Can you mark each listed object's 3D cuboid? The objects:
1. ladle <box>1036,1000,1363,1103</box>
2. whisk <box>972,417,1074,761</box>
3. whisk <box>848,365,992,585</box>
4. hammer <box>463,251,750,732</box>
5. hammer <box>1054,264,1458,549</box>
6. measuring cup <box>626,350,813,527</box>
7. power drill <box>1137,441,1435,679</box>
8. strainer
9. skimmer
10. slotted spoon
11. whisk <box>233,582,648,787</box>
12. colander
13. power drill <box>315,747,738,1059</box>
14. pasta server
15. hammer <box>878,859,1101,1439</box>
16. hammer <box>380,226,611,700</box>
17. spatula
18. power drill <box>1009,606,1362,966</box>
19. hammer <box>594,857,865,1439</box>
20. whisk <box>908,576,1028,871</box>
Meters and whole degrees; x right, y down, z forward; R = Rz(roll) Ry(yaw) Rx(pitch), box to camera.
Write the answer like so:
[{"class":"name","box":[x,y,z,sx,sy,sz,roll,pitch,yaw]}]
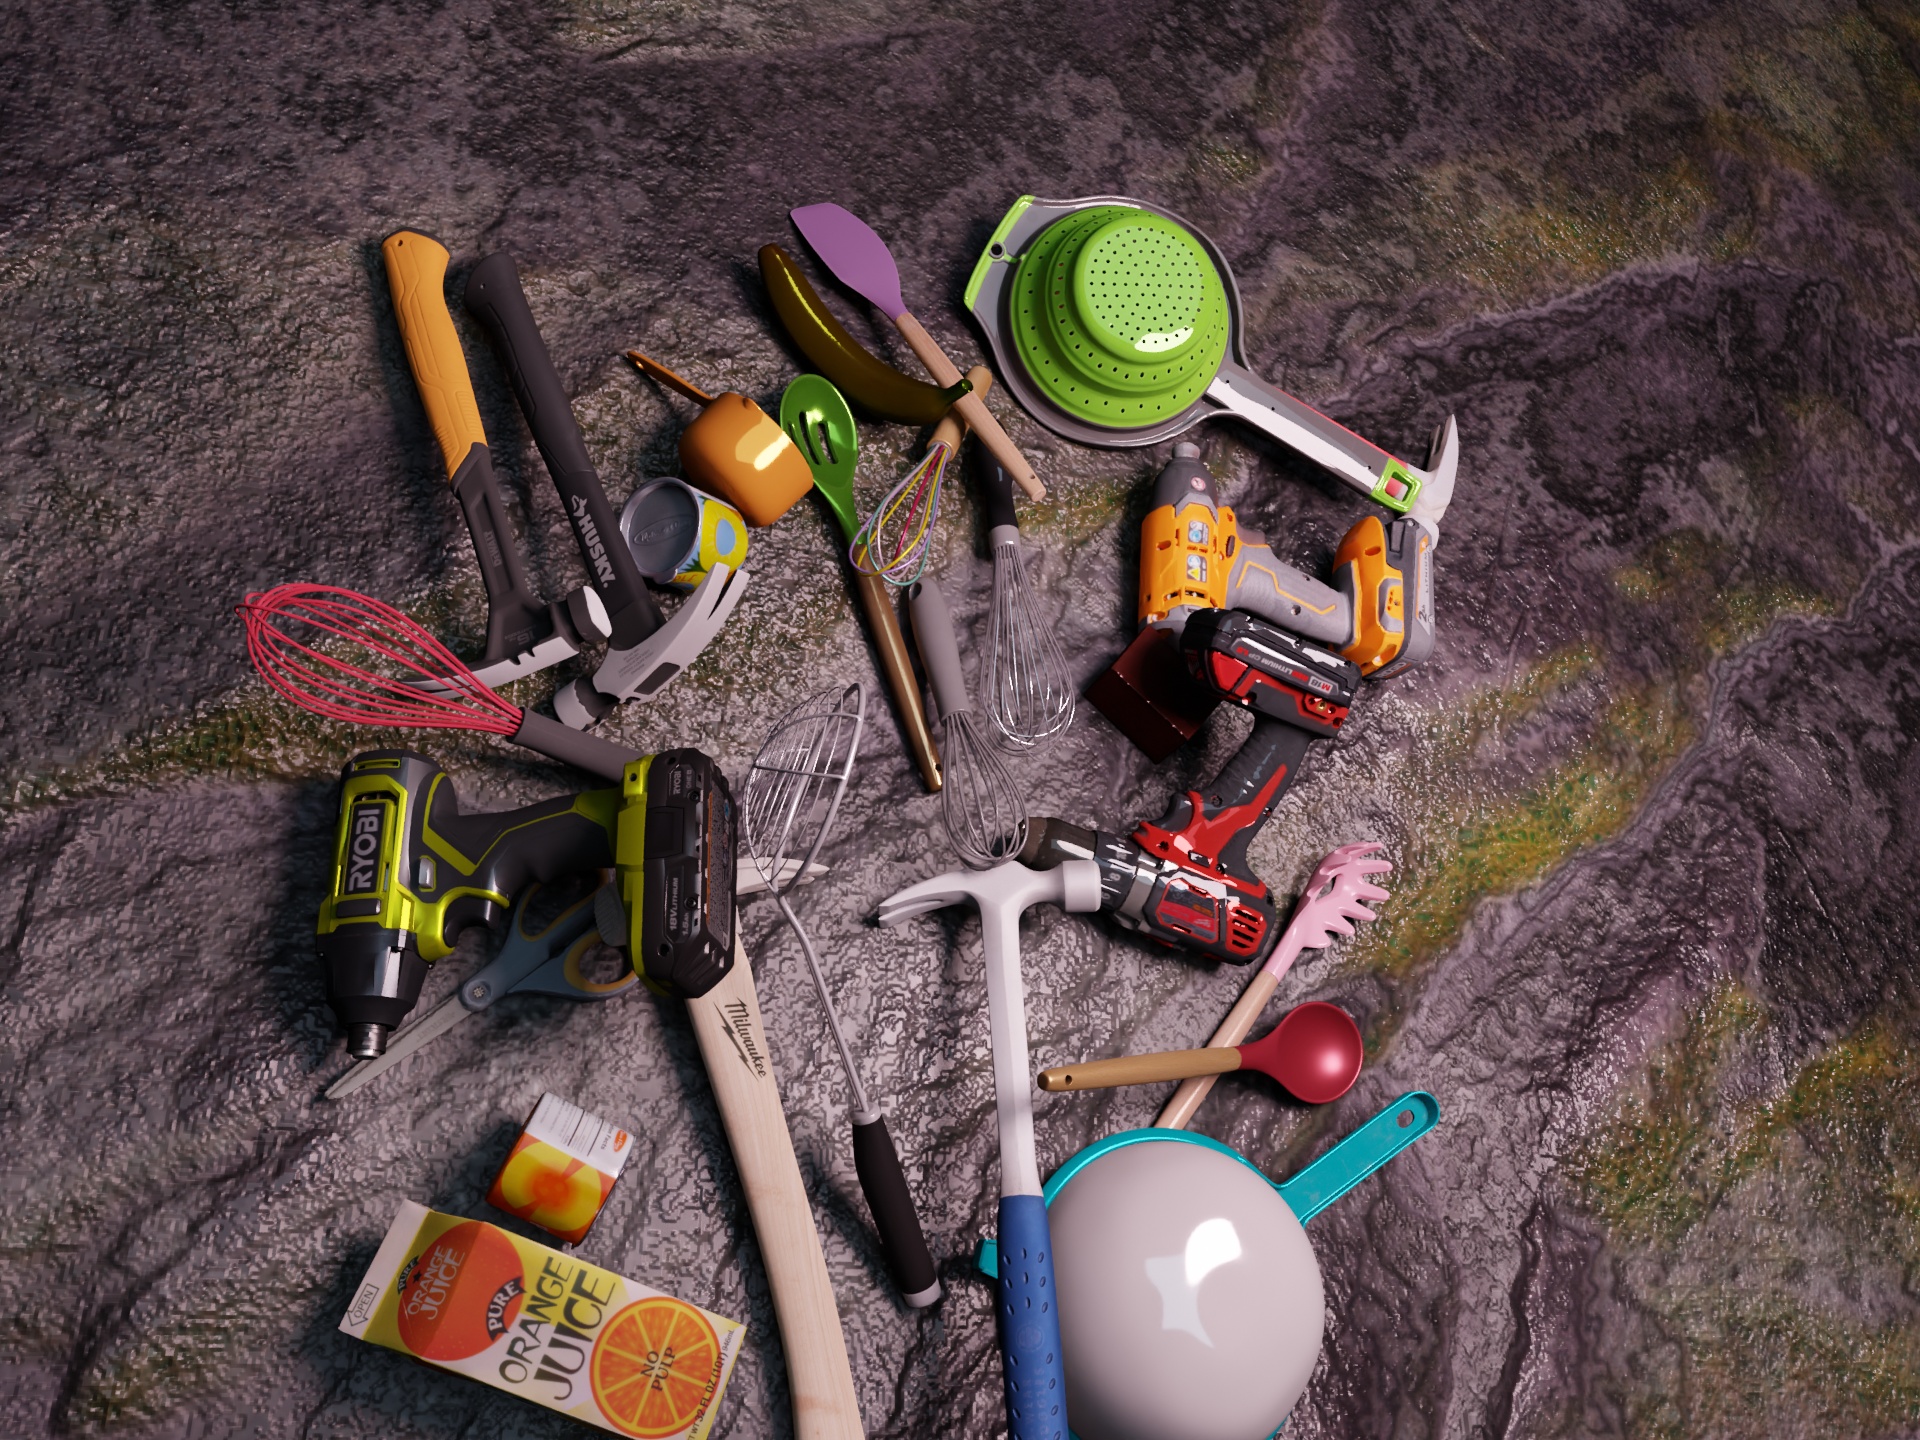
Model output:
[{"class":"ladle","box":[0.159,0.218,1.013,0.315,0.031,0.069,7,77,-44]},{"class":"whisk","box":[0.036,-0.100,1.143,0.070,0.070,0.285,5,62,-21]},{"class":"whisk","box":[-0.018,-0.181,1.141,0.051,0.047,0.245,31,49,-9]},{"class":"hammer","box":[-0.249,-0.169,1.026,0.035,0.146,0.335,17,44,-62]},{"class":"hammer","box":[0.241,-0.280,1.313,0.386,0.038,0.143,27,59,-10]},{"class":"measuring cup","box":[-0.181,-0.195,1.086,0.174,0.095,0.052,35,73,19]},{"class":"power drill","box":[0.244,-0.122,1.217,0.226,0.084,0.164,9,71,-16]},{"class":"strainer","box":[0.191,0.323,0.979,0.340,0.095,0.211,-28,84,-23]},{"class":"skimmer","box":[-0.046,0.162,0.922,0.090,0.127,0.363,-19,99,-11]},{"class":"slotted spoon","box":[-0.066,-0.097,1.111,0.070,0.031,0.314,-7,72,-43]},{"class":"whisk","box":[-0.277,-0.005,0.927,0.295,0.073,0.073,27,58,-34]},{"class":"colander","box":[0.199,-0.276,1.219,0.397,0.094,0.204,29,82,-7]},{"class":"power drill","box":[-0.243,0.097,0.886,0.223,0.080,0.171,-5,66,6]},{"class":"pasta server","box":[0.205,0.198,1.092,0.316,0.040,0.060,-48,124,-29]},{"class":"hammer","box":[0.029,0.270,0.932,0.144,0.035,0.406,-3,59,-2]},{"class":"hammer","box":[-0.326,-0.175,1.015,0.127,0.034,0.337,-22,69,2]},{"class":"spatula","box":[-0.028,-0.280,1.180,0.060,0.018,0.316,-21,65,-31]},{"class":"power drill","box":[0.152,0.038,1.077,0.188,0.080,0.227,22,92,-10]},{"class":"hammer","box":[-0.098,0.281,0.926,0.146,0.038,0.411,-7,73,-34]},{"class":"whisk","box":[-0.002,-0.004,1.068,0.055,0.055,0.239,0,54,-23]}]
